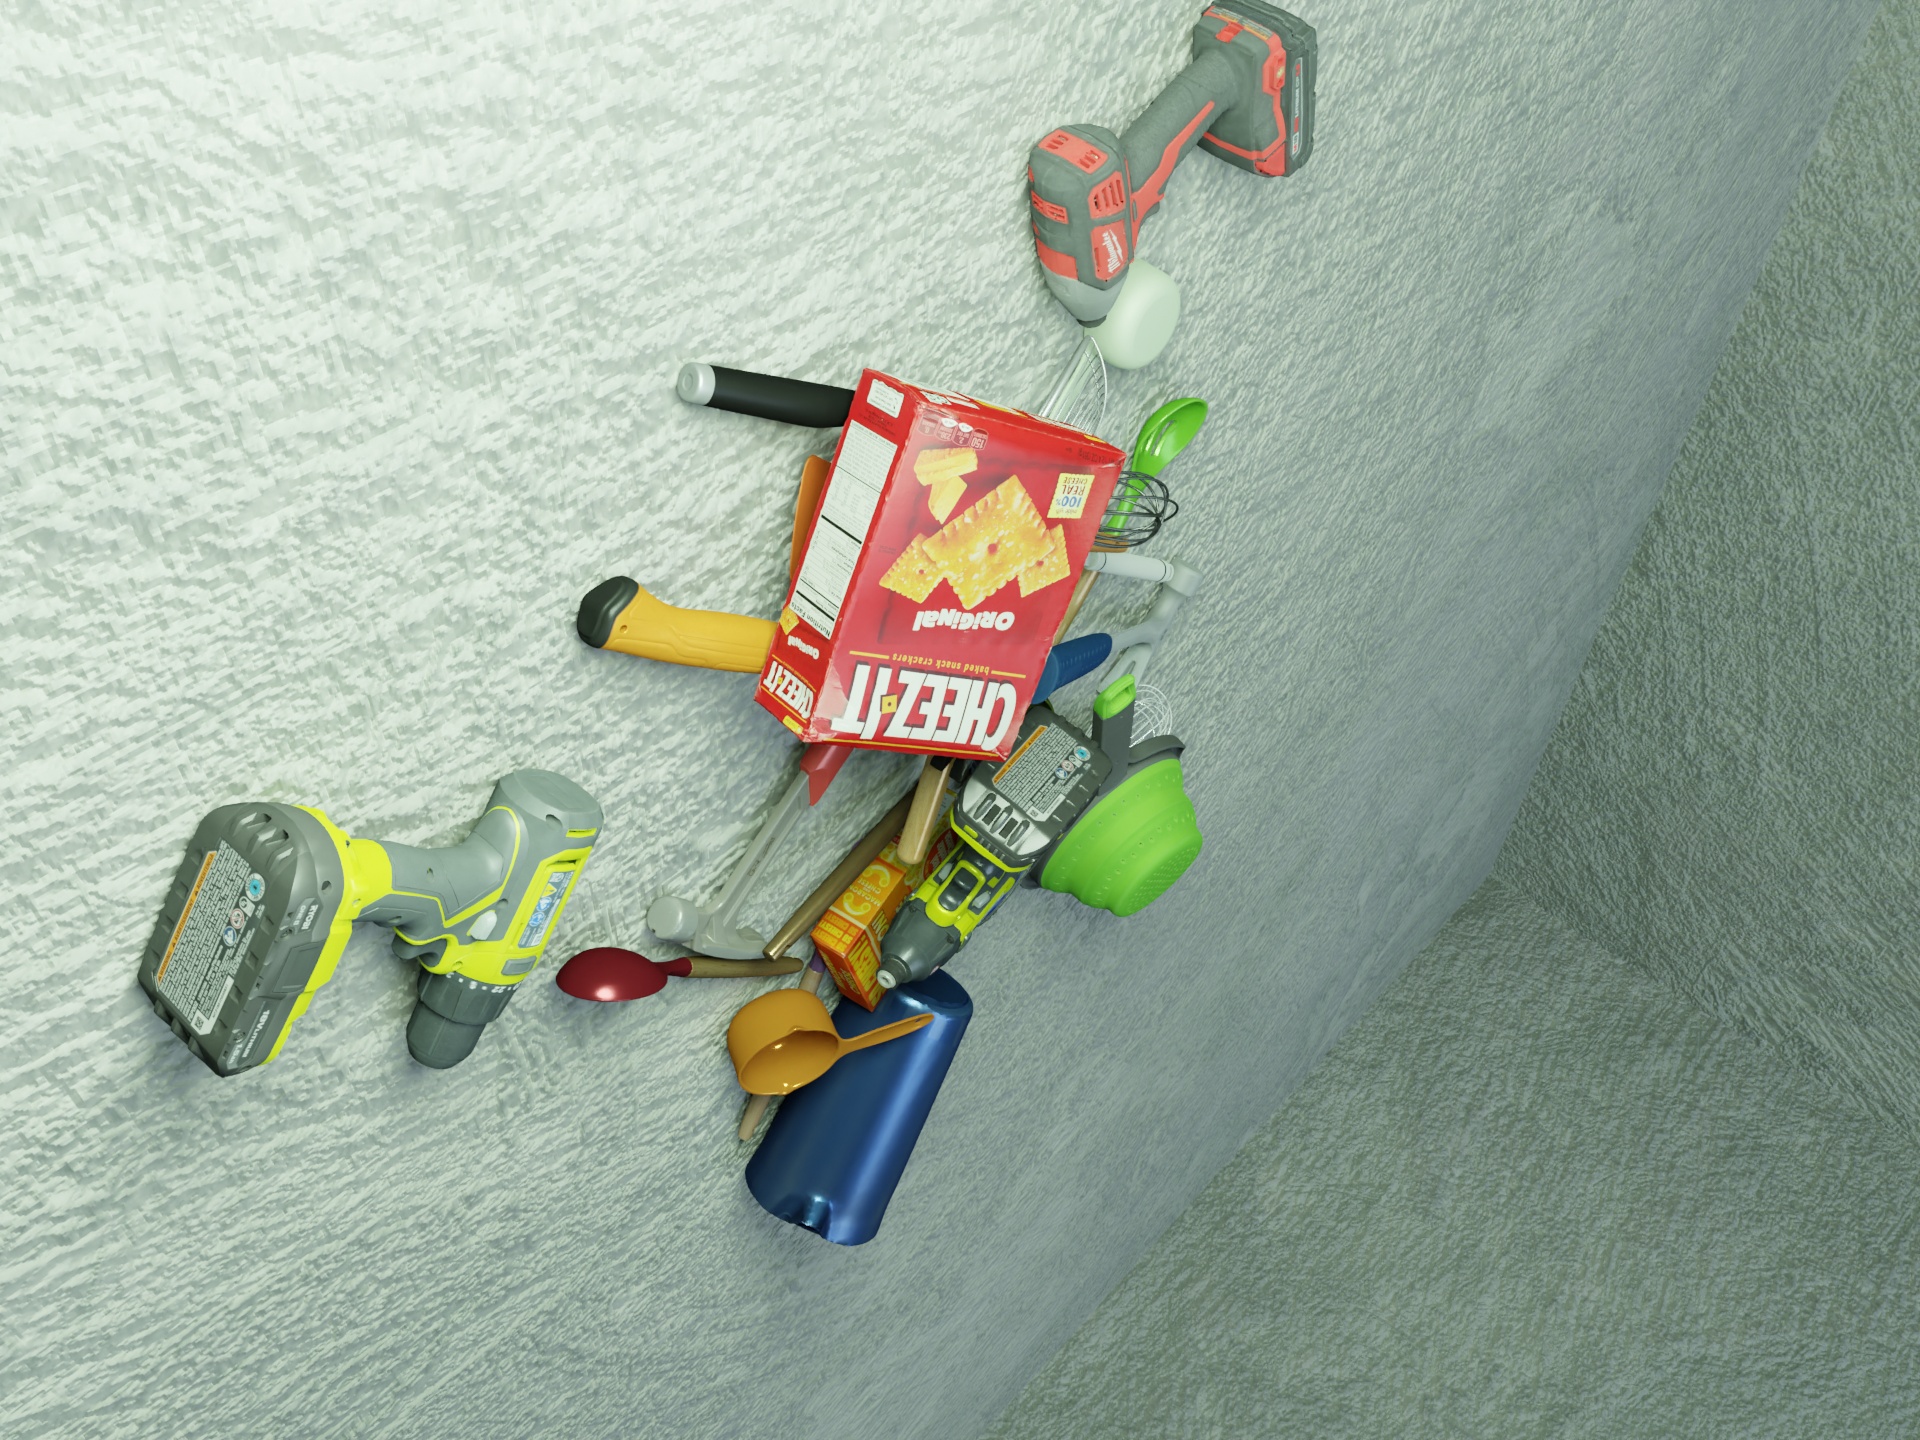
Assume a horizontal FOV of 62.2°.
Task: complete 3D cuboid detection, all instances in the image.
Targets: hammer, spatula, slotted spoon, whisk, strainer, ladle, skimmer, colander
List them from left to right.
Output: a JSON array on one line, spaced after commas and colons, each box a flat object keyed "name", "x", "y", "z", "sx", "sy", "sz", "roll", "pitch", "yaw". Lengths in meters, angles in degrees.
[{"name": "ladle", "x": -0.189, "y": 0.182, "z": 1.168, "sx": 0.315, "sy": 0.069, "sz": 0.031, "roll": 20, "pitch": 86, "yaw": -68}, {"name": "spatula", "x": -0.129, "y": 0.229, "z": 1.346, "sx": 0.059, "sy": 0.018, "sz": 0.315, "roll": -10, "pitch": 128, "yaw": -58}, {"name": "hammer", "x": -0.094, "y": -0.035, "z": 1.005, "sx": 0.336, "sy": 0.034, "sz": 0.127, "roll": 8, "pitch": 107, "yaw": -46}, {"name": "hammer", "x": -0.087, "y": 0.018, "z": 1.156, "sx": 0.359, "sy": 0.037, "sz": 0.149, "roll": -56, "pitch": 153, "yaw": 3}, {"name": "skimmer", "x": -0.035, "y": -0.203, "z": 0.994, "sx": 0.363, "sy": 0.090, "sz": 0.127, "roll": -1, "pitch": 135, "yaw": -46}, {"name": "ladle", "x": -0.037, "y": 0.078, "z": 1.242, "sx": 0.320, "sy": 0.062, "sz": 0.078, "roll": -47, "pitch": 147, "yaw": -30}, {"name": "whisk", "x": 0.000, "y": -0.003, "z": 1.178, "sx": 0.051, "sy": 0.047, "sz": 0.245, "roll": -97, "pitch": -155, "yaw": -72}, {"name": "spatula", "x": 0.008, "y": -0.128, "z": 1.086, "sx": 0.322, "sy": 0.041, "sz": 0.081, "roll": -1, "pitch": 106, "yaw": -41}, {"name": "whisk", "x": 0.040, "y": -0.138, "z": 1.039, "sx": 0.239, "sy": 0.055, "sz": 0.055, "roll": -4, "pitch": 128, "yaw": -28}, {"name": "whisk", "x": 0.093, "y": 0.069, "z": 1.491, "sx": 0.284, "sy": 0.070, "sz": 0.070, "roll": -42, "pitch": 151, "yaw": -14}, {"name": "strainer", "x": 0.098, "y": -0.127, "z": 1.254, "sx": 0.258, "sy": 0.050, "sz": 0.087, "roll": 3, "pitch": 93, "yaw": -51}, {"name": "slotted spoon", "x": 0.109, "y": -0.131, "z": 1.314, "sx": 0.070, "sy": 0.031, "sz": 0.313, "roll": 4, "pitch": 119, "yaw": -59}, {"name": "hammer", "x": 0.116, "y": -0.055, "z": 1.300, "sx": 0.144, "sy": 0.035, "sz": 0.405, "roll": -62, "pitch": 167, "yaw": 17}, {"name": "colander", "x": 0.155, "y": 0.081, "z": 1.416, "sx": 0.204, "sy": 0.095, "sz": 0.396, "roll": -37, "pitch": 158, "yaw": -14}]

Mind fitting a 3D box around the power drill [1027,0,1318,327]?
[{"name": "power drill", "x": 0.135, "y": -0.362, "z": 1.044, "sx": 0.220, "sy": 0.079, "sz": 0.143, "roll": -43, "pitch": 151, "yaw": -17}]

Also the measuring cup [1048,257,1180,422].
[{"name": "measuring cup", "x": 0.105, "y": -0.252, "z": 1.154, "sx": 0.167, "sy": 0.038, "sz": 0.083, "roll": -60, "pitch": 153, "yaw": 6}]

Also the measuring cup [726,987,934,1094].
[{"name": "measuring cup", "x": -0.108, "y": 0.250, "z": 1.309, "sx": 0.173, "sy": 0.052, "sz": 0.095, "roll": -12, "pitch": 139, "yaw": -24}]

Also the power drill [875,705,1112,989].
[{"name": "power drill", "x": 0.016, "y": 0.106, "z": 1.213, "sx": 0.171, "sy": 0.080, "sz": 0.223, "roll": -45, "pitch": 171, "yaw": -43}]

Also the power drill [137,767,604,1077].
[{"name": "power drill", "x": -0.312, "y": 0.120, "z": 0.864, "sx": 0.228, "sy": 0.080, "sz": 0.190, "roll": 3, "pitch": 118, "yaw": -62}]
